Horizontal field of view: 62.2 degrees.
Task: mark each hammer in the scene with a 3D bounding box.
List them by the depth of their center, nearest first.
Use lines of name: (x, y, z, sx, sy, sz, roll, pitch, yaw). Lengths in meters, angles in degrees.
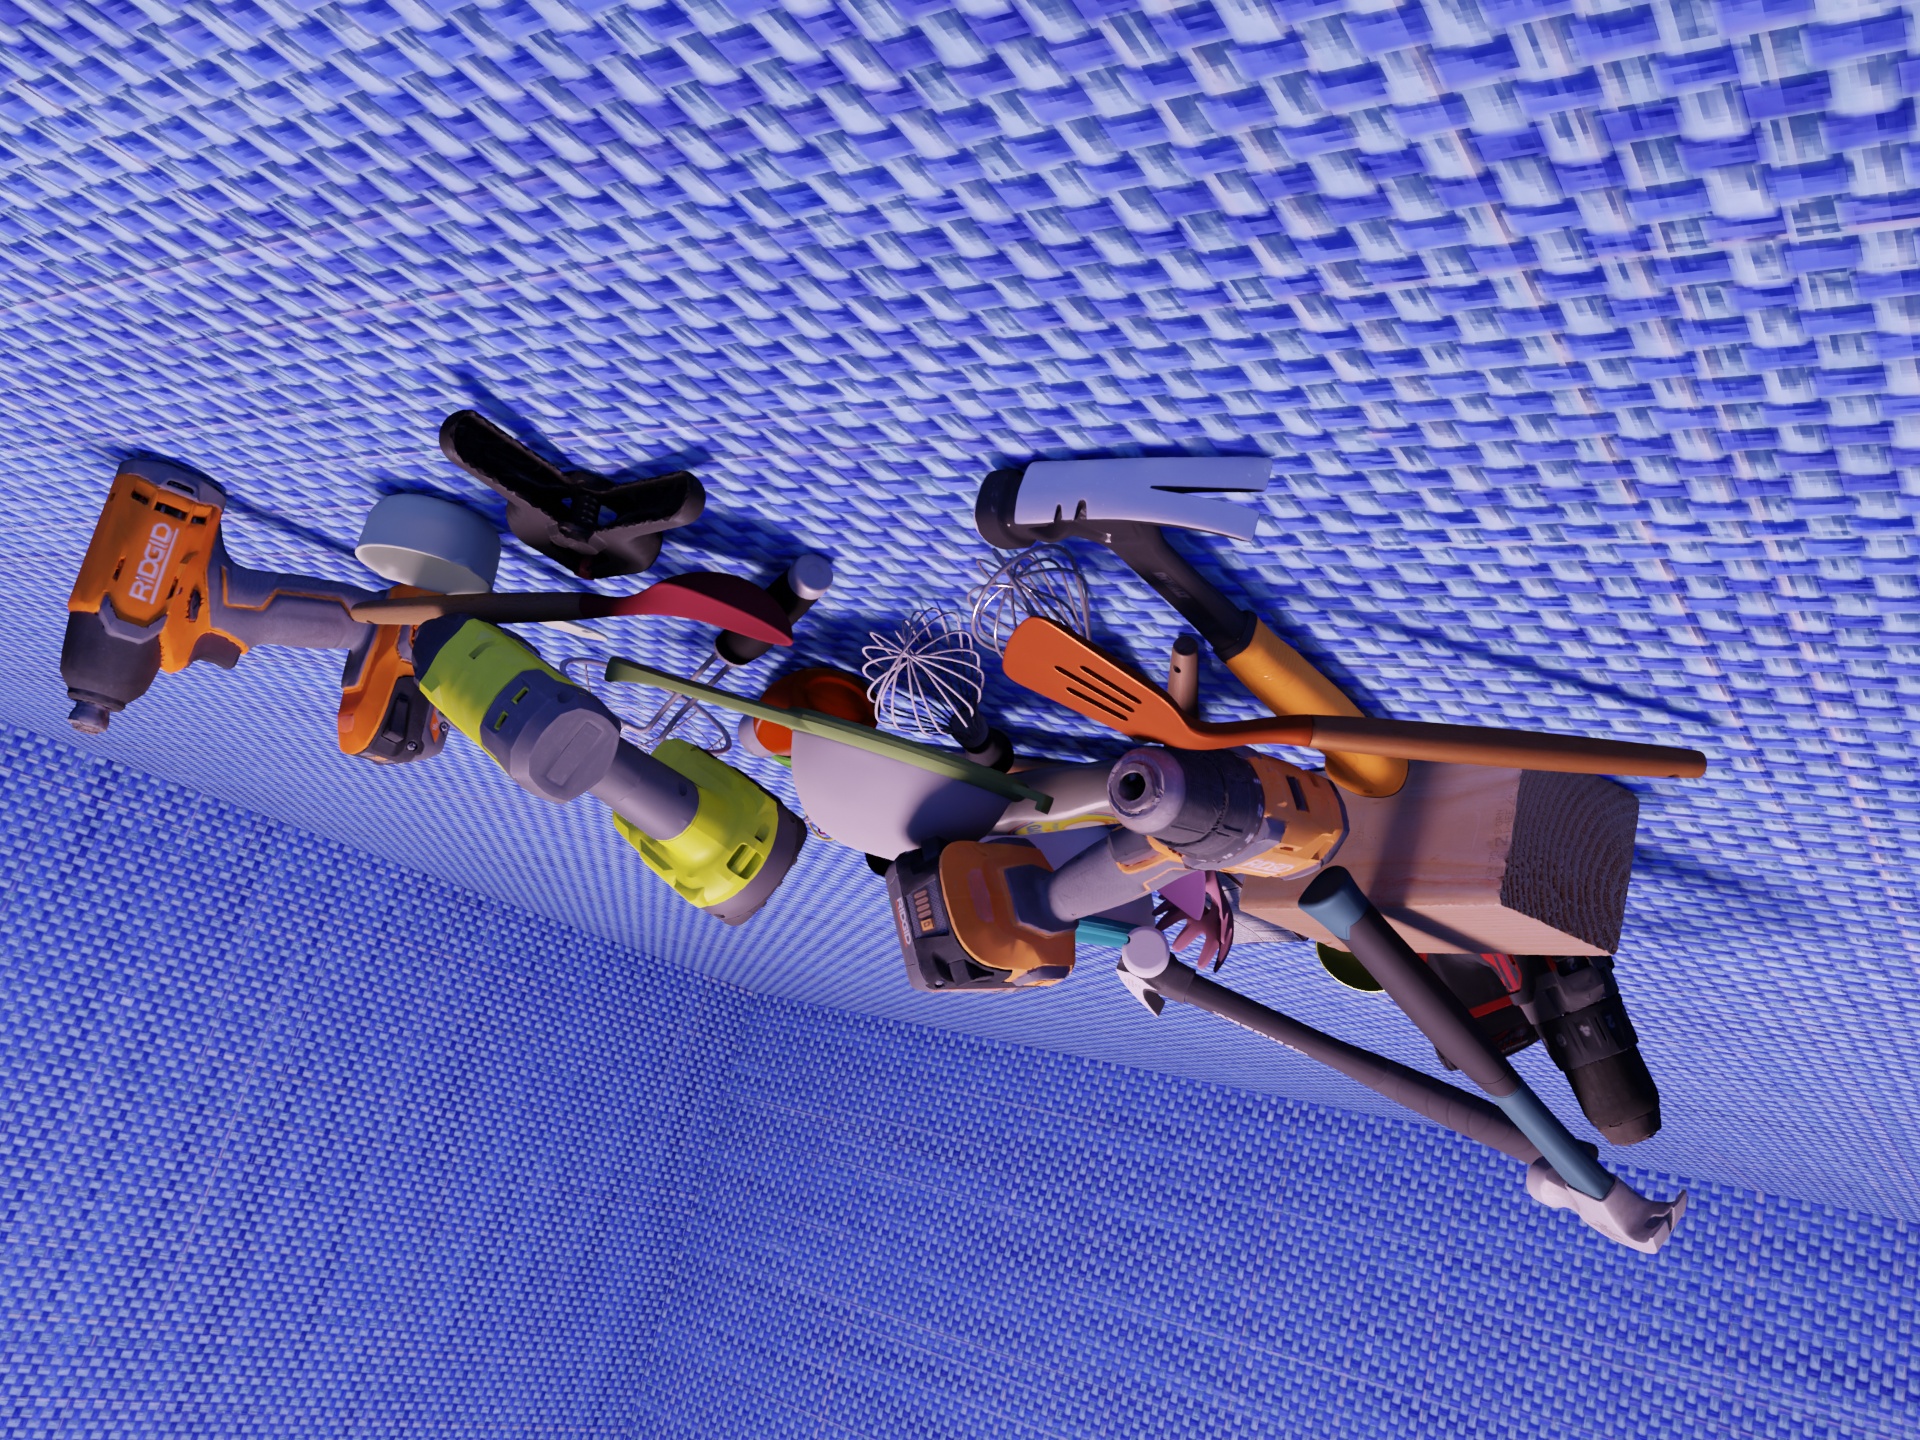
hammer: (0.146, -0.030, 0.744, 0.127, 0.034, 0.336, 4, 161, 37)
hammer: (0.295, 0.194, 0.894, 0.330, 0.033, 0.128, 45, 167, -21)
hammer: (0.264, 0.231, 1.076, 0.335, 0.035, 0.146, 23, 165, 14)

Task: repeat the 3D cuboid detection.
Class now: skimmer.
skimmer: (-0.153, -0.047, 0.974, 0.127, 0.090, 0.363, 25, 152, -20)

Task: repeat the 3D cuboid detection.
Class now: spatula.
spatula: (0.180, -0.002, 0.714, 0.322, 0.041, 0.081, 5, 162, -6)
spatula: (0.124, 0.041, 0.925, 0.060, 0.018, 0.315, 37, 160, 23)

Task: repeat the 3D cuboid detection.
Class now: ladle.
ladle: (-0.224, -0.061, 0.873, 0.315, 0.031, 0.069, 1, 161, 29)
ladle: (0.276, 0.129, 1.145, 0.078, 0.062, 0.319, 8, 160, 25)

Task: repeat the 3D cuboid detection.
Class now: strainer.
strainer: (-0.086, 0.031, 0.907, 0.256, 0.069, 0.151, 18, 176, -24)
strainer: (0.044, 0.099, 1.140, 0.211, 0.095, 0.340, 7, 169, 12)

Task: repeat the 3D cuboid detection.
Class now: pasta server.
pasta server: (0.148, 0.078, 1.012, 0.060, 0.040, 0.316, 35, 161, 27)

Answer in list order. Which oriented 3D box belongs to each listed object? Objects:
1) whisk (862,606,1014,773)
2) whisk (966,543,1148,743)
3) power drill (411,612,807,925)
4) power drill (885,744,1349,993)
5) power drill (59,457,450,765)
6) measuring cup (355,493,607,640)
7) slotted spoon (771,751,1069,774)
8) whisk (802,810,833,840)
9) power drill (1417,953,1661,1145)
whisk: (-0.002, -0.002, 0.940, 0.070, 0.070, 0.284, 11, 169, 14)
whisk: (0.063, -0.030, 0.810, 0.058, 0.059, 0.246, 48, -175, 27)
power drill: (-0.202, 0.021, 0.900, 0.171, 0.080, 0.223, 31, 172, 42)
power drill: (0.068, 0.074, 0.826, 0.226, 0.084, 0.185, -26, 158, 29)
power drill: (-0.431, -0.044, 0.991, 0.226, 0.164, 0.084, 24, 162, -36)
measuring cup: (-0.270, -0.088, 0.930, 0.083, 0.038, 0.167, -1, 163, 40)
slotted spoon: (-0.013, 0.030, 1.120, 0.314, 0.031, 0.070, 5, 160, 26)
whisk: (-0.058, 0.061, 1.240, 0.051, 0.047, 0.245, 25, 158, -30)
power drill: (0.358, 0.176, 1.011, 0.080, 0.188, 0.226, -21, 165, -3)
